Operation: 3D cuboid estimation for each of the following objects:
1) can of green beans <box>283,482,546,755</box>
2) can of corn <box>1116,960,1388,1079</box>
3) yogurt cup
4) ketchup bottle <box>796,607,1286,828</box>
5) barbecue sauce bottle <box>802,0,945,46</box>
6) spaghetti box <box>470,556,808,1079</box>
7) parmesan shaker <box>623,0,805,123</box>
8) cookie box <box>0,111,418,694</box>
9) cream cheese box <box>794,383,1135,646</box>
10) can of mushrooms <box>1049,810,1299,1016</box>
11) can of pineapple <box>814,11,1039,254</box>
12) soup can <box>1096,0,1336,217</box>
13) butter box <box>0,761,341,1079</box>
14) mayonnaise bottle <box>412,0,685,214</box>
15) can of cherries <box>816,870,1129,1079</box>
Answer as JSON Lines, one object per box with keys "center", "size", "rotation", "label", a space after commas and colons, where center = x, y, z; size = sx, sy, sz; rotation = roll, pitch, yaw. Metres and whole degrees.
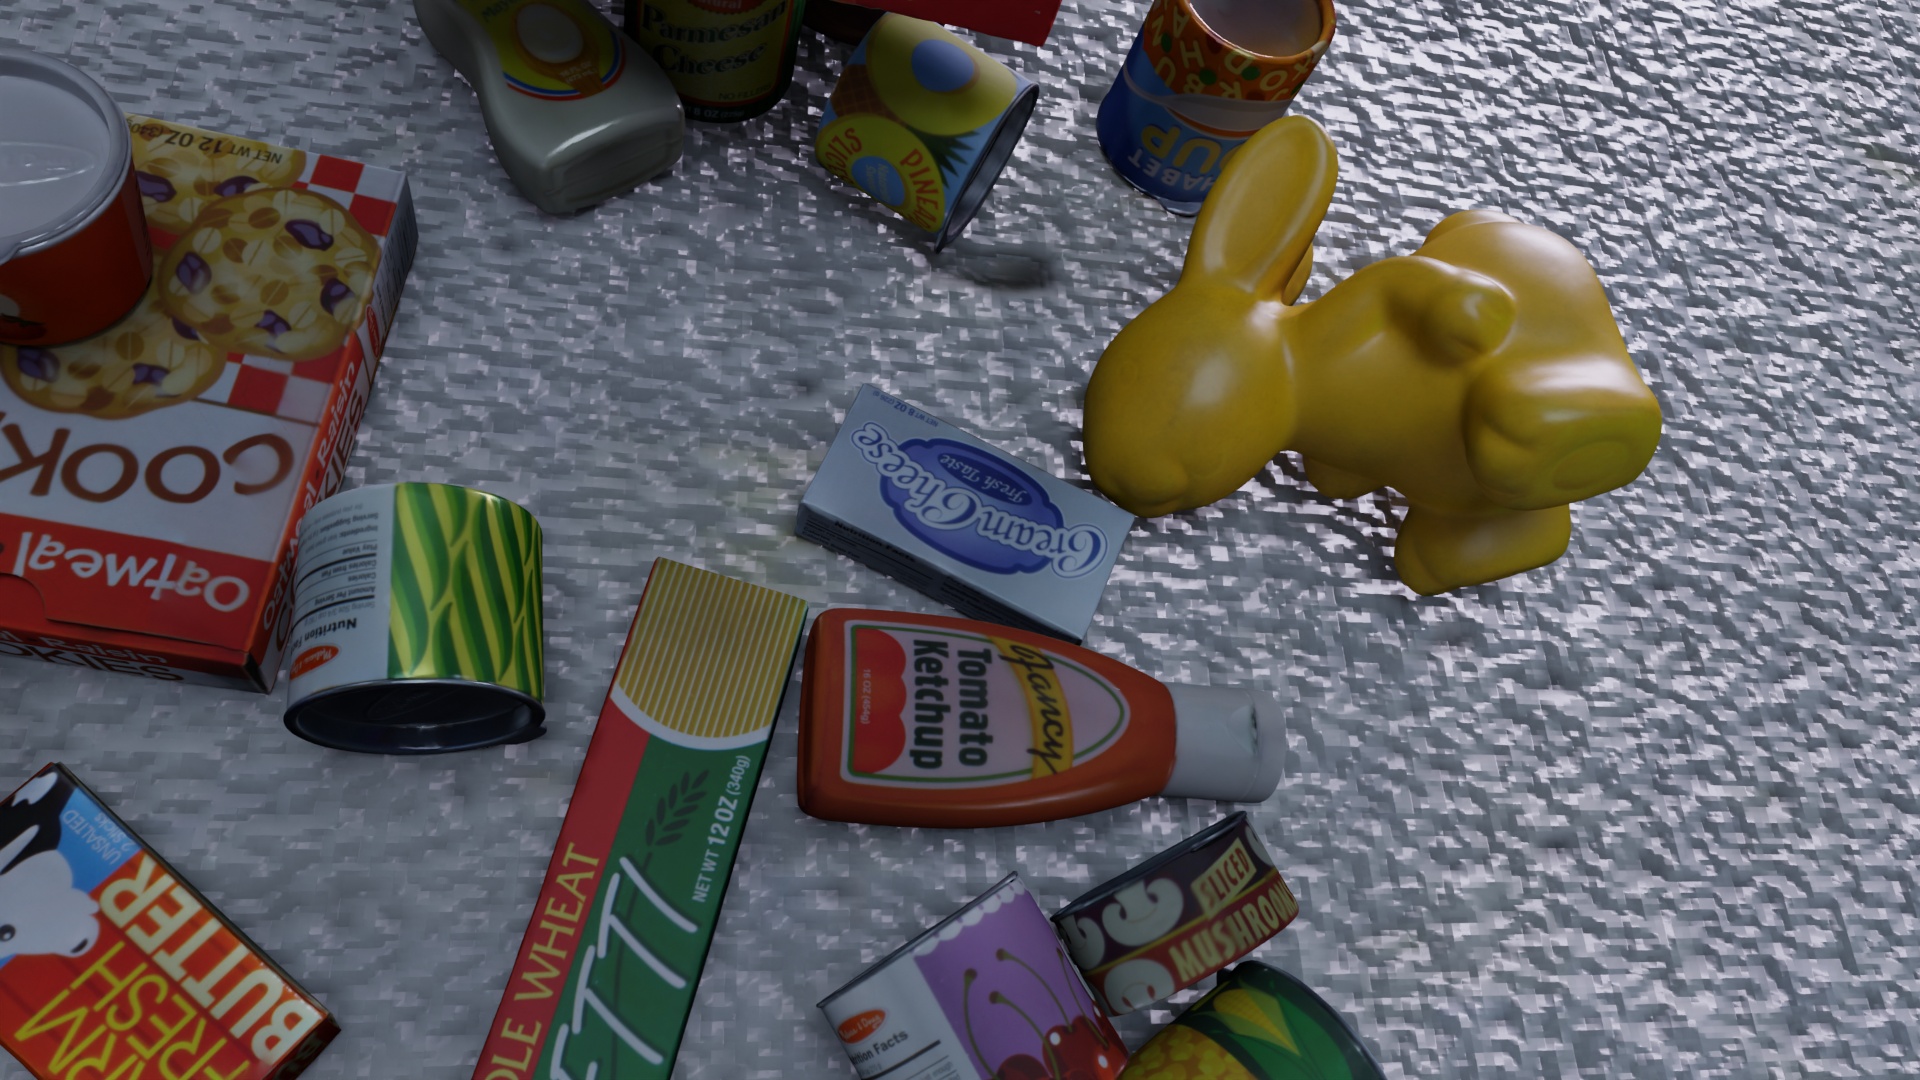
{"center": [-0.151, 0.023, 0.388], "size": [0.071, 0.071, 0.058], "rotation": [-1, 66, -15], "label": "can of green beans"}
{"center": [0.077, 0.161, 0.387], "size": [0.058, 0.071, 0.071], "rotation": [-30, 76, -24], "label": "can of corn"}
{"center": [-0.254, -0.089, 0.373], "size": [0.072, 0.053, 0.072], "rotation": [6, 64, -12], "label": "yogurt cup"}
{"center": [0.025, 0.059, 0.432], "size": [0.149, 0.043, 0.065], "rotation": [6, 64, -13], "label": "ketchup bottle"}
{"center": [-0.034, -0.271, 0.568], "size": [0.065, 0.043, 0.149], "rotation": [7, 64, -12], "label": "barbecue sauce bottle"}
{"center": [-0.098, 0.123, 0.377], "size": [0.050, 0.028, 0.251], "rotation": [17, 62, -6], "label": "spaghetti box"}
{"center": [-0.082, -0.205, 0.491], "size": [0.071, 0.102, 0.071], "rotation": [6, 65, -12], "label": "parmesan shaker"}
{"center": [-0.246, -0.047, 0.409], "size": [0.123, 0.040, 0.168], "rotation": [11, 64, -10], "label": "cookie box"}
{"center": [0.002, -0.006, 0.466], "size": [0.104, 0.024, 0.053], "rotation": [26, 63, -2], "label": "cream cheese box"}
{"center": [0.063, 0.108, 0.404], "size": [0.071, 0.070, 0.033], "rotation": [-22, 75, -23], "label": "can of mushrooms"}
{"center": [-0.013, -0.150, 0.505], "size": [0.058, 0.070, 0.071], "rotation": [32, 62, 1], "label": "can of pineapple"}
{"center": [0.098, -0.179, 0.539], "size": [0.071, 0.083, 0.071], "rotation": [6, 65, -13], "label": "soup can"}
{"center": [-0.215, 0.110, 0.354], "size": [0.103, 0.024, 0.053], "rotation": [40, 62, 5], "label": "butter box"}
{"center": [-0.161, -0.188, 0.496], "size": [0.065, 0.041, 0.148], "rotation": [-31, 77, -23], "label": "mayonnaise bottle"}
{"center": [0.006, 0.132, 0.380], "size": [0.072, 0.071, 0.058], "rotation": [-28, 76, -24], "label": "can of cherries"}
